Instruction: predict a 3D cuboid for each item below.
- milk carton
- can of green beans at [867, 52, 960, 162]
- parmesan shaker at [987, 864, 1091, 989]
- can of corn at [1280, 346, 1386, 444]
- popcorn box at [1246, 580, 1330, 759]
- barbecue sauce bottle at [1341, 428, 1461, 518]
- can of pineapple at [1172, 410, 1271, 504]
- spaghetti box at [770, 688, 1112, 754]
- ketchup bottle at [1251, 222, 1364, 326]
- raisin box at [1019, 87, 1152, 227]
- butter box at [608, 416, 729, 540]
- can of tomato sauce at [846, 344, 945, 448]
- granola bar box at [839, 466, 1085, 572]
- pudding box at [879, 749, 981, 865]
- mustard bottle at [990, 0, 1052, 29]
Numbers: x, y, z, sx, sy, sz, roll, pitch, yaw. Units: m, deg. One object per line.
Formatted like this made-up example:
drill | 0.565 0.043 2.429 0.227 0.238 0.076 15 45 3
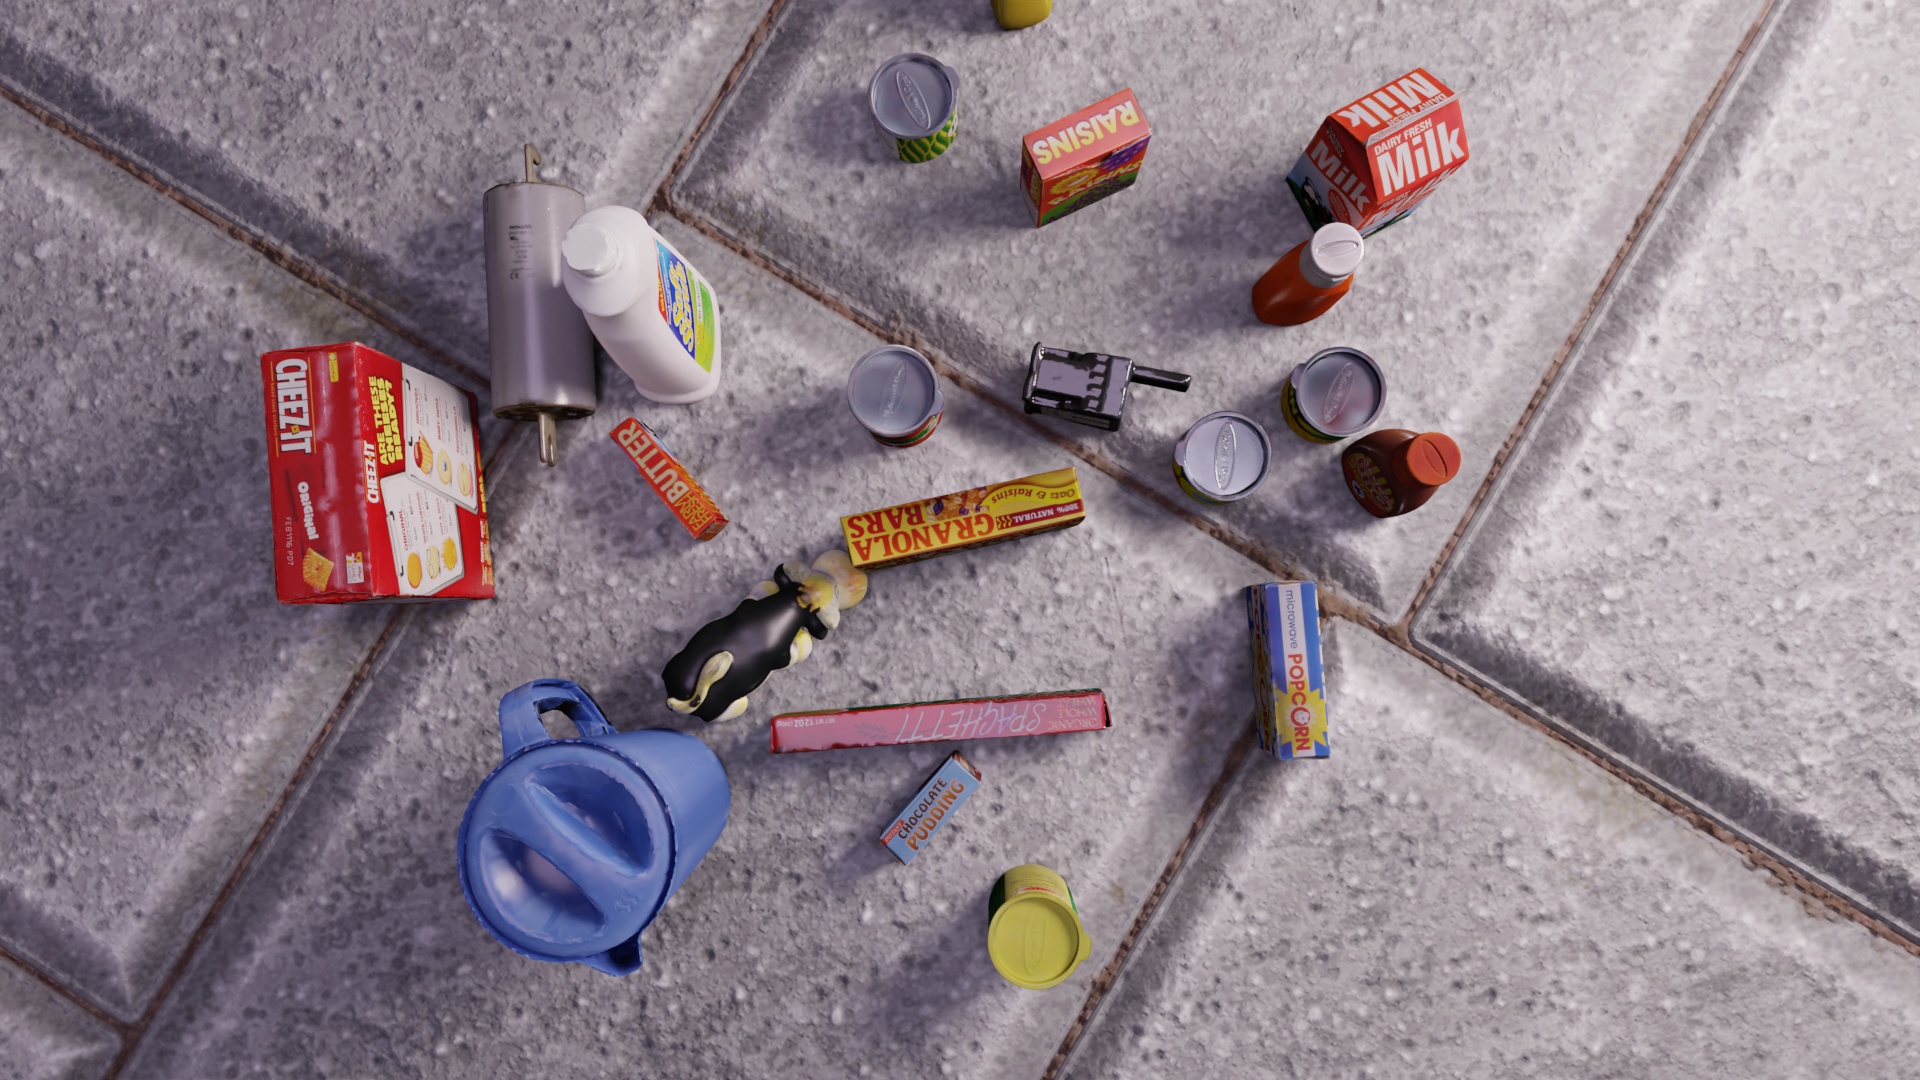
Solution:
milk carton | 0.295 -0.268 0.980 0.072 0.190 0.073 -28 87 0
can of green beans | -0.035 -0.328 1.057 0.071 0.058 0.071 0 87 1
parmesan shaker | 0.055 0.276 0.998 0.071 0.103 0.071 0 87 1
can of corn | 0.275 -0.108 1.038 0.071 0.058 0.071 0 87 1
popcorn box | 0.238 0.093 1.013 0.038 0.085 0.126 -4 87 1
barbecue sauce bottle | 0.315 -0.051 0.988 0.044 0.148 0.065 -29 87 0
can of pineapple | 0.192 -0.061 1.037 0.071 0.058 0.071 0 87 1
spaghetti box | -0.014 0.134 1.034 0.250 0.050 0.028 -5 87 1
ketchup bottle | 0.253 -0.190 0.997 0.065 0.149 0.043 -11 87 1
raisin box | 0.089 -0.277 1.019 0.086 0.123 0.040 -24 87 0
butter box | -0.218 -0.046 1.047 0.024 0.053 0.103 -40 87 -1
can of tomato sauce | -0.045 -0.105 1.032 0.071 0.083 0.071 0 87 1
granola bar box | 0.004 -0.013 1.005 0.166 0.124 0.039 -12 87 1
pudding box | -0.022 0.197 1.030 0.030 0.049 0.084 42 89 3
mustard bottle | 0.043 -0.429 1.010 0.049 0.160 0.065 -14 87 1
